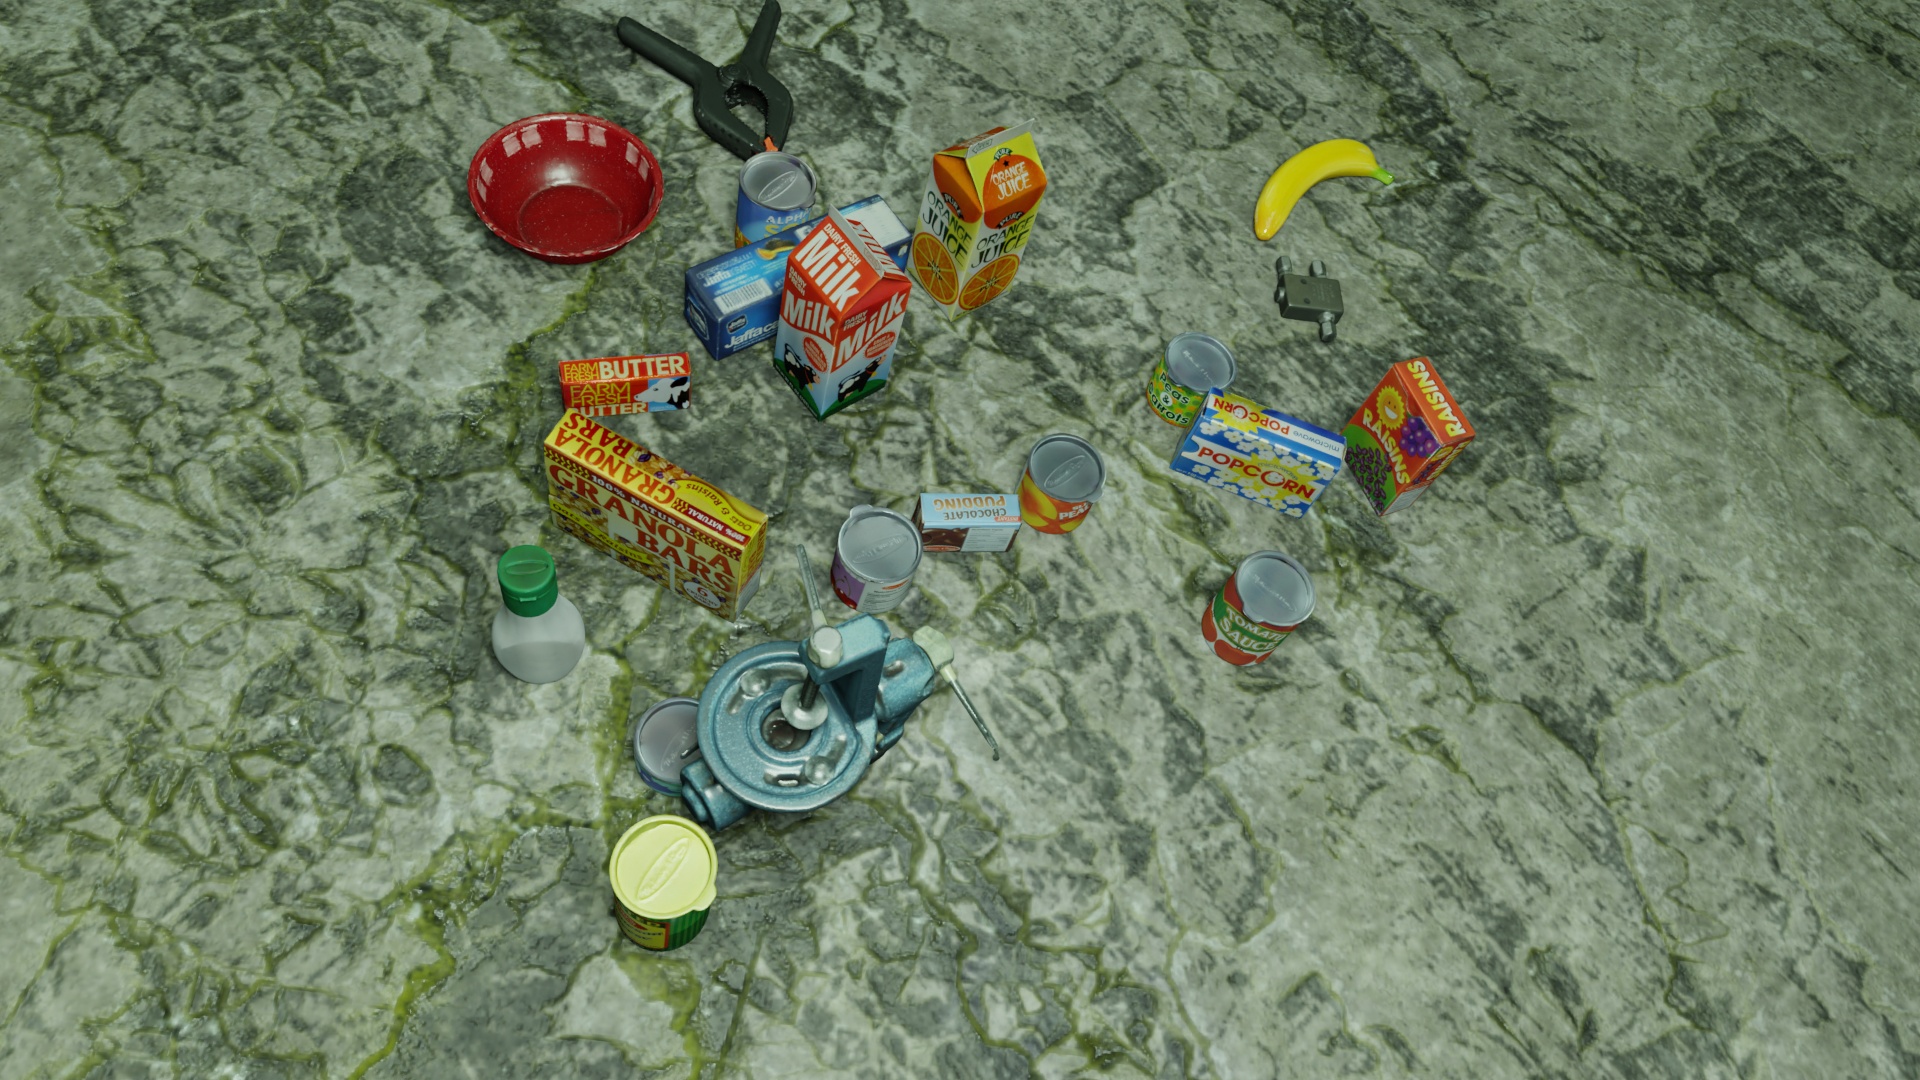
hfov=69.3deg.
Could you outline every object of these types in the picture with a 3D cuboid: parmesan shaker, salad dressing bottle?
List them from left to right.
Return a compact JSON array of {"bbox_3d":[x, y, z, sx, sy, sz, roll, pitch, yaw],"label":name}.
[{"bbox_3d":[-0.296,0.052,0.967,0.064,0.147,0.044,-4,63,-14],"label":"salad dressing bottle"},{"bbox_3d":[-0.194,0.230,0.916,0.071,0.102,0.071,5,61,-10],"label":"parmesan shaker"}]

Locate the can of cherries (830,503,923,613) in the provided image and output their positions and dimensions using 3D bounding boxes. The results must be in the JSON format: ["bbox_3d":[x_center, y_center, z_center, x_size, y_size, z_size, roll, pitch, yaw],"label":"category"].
[{"bbox_3d":[-0.067,0.014,1.091,0.071,0.058,0.072,5,61,-10],"label":"can of cherries"}]

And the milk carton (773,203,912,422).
[{"bbox_3d":[-0.095,-0.185,1.119,0.074,0.189,0.072,-32,72,-25],"label":"milk carton"}]

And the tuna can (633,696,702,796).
[{"bbox_3d":[-0.199,0.150,1.000,0.071,0.032,0.071,5,60,-10],"label":"tuna can"}]

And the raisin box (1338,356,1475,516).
[{"bbox_3d":[0.384,-0.089,1.211,0.040,0.122,0.086,-15,66,-19],"label":"raisin box"}]

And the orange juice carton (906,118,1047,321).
[{"bbox_3d":[0.016,-0.283,1.197,0.072,0.191,0.073,-30,72,-25],"label":"orange juice carton"}]

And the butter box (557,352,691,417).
[{"bbox_3d":[-0.271,-0.126,1.126,0.104,0.053,0.024,-6,63,-16],"label":"butter box"}]

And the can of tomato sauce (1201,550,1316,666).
[{"bbox_3d":[0.238,0.057,1.120,0.071,0.082,0.071,5,61,-10],"label":"can of tomato sauce"}]

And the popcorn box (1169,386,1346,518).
[{"bbox_3d":[0.255,-0.075,1.196,0.127,0.084,0.038,21,59,0],"label":"popcorn box"}]

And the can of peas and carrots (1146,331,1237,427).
[{"bbox_3d":[0.204,-0.141,1.237,0.071,0.058,0.071,5,61,-10],"label":"can of peas and carrots"}]

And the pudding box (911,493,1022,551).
[{"bbox_3d":[0.004,-0.014,1.127,0.084,0.049,0.030,0,62,-13],"label":"pudding box"}]

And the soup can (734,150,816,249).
[{"bbox_3d":[-0.162,-0.287,1.223,0.071,0.083,0.071,5,61,-10],"label":"soup can"}]

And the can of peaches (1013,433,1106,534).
[{"bbox_3d":[0.083,-0.045,1.157,0.071,0.057,0.071,5,61,-10],"label":"can of peaches"}]

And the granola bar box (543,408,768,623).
[{"bbox_3d":[-0.227,-0.015,1.033,0.165,0.123,0.039,28,60,4],"label":"granola bar box"}]
